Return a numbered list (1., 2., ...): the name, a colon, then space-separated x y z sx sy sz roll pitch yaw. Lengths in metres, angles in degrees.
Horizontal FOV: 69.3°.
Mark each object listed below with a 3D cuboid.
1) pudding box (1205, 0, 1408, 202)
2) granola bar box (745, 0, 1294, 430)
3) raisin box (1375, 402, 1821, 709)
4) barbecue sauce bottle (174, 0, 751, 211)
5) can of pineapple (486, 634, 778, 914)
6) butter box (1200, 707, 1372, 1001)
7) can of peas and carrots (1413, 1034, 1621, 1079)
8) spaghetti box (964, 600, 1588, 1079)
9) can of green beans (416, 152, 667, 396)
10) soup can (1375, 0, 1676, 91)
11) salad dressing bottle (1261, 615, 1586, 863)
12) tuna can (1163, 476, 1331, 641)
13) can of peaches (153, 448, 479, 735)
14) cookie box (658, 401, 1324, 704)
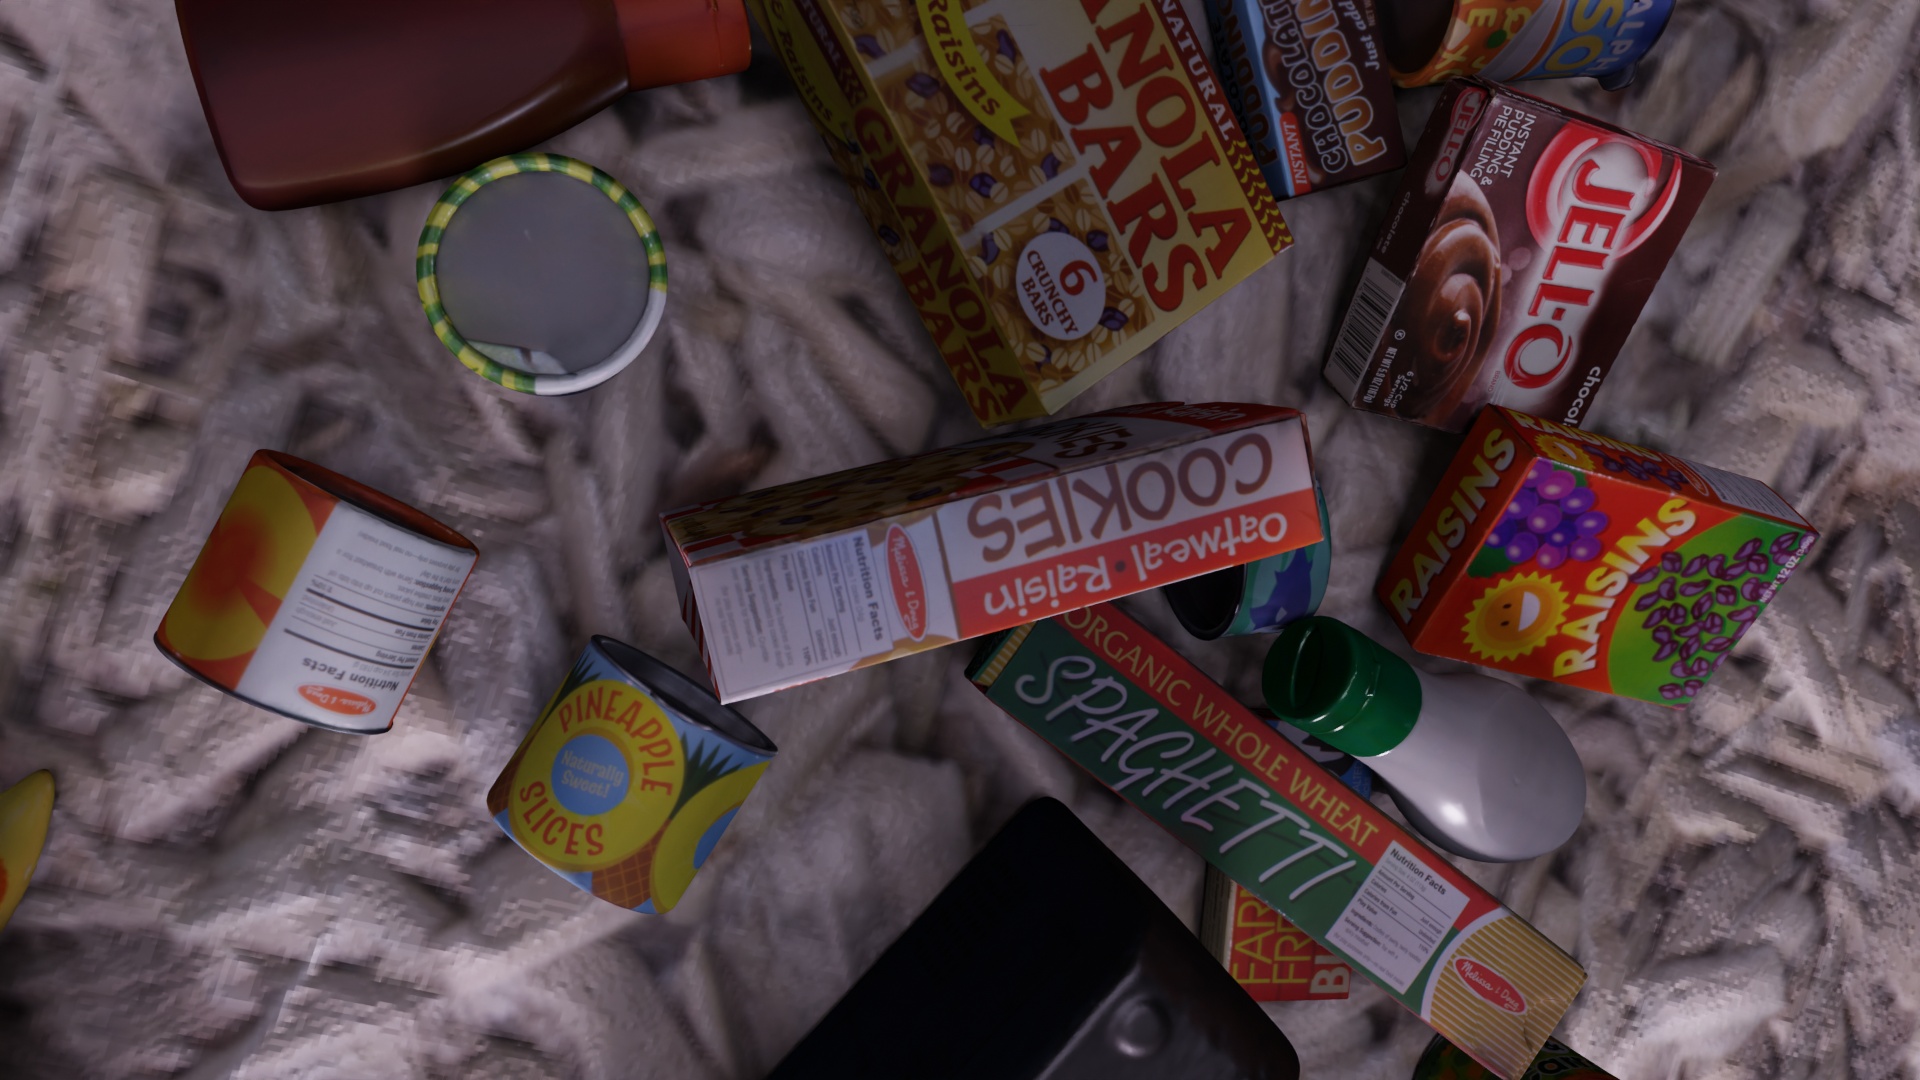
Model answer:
1. pudding box: 0.117 -0.161 0.475 0.050 0.030 0.083 -17 99 -13
2. granola bar box: 0.020 -0.136 0.428 0.125 0.039 0.165 -36 104 -29
3. raisin box: 0.226 0.008 0.499 0.123 0.040 0.085 12 121 -17
4. barbecue sauce bottle: -0.137 -0.140 0.399 0.149 0.043 0.065 -16 94 -14
5. can of pineapple: -0.098 0.069 0.415 0.071 0.071 0.058 34 86 -16
6. butter box: 0.118 0.113 0.503 0.053 0.024 0.103 3 94 -15
7. can of peas and carrots: 0.215 0.217 0.521 0.071 0.059 0.071 -2 96 -16
8. spaghetti box: 0.110 0.097 0.470 0.250 0.028 0.050 38 85 -14
9. can of green beans: -0.120 -0.075 0.402 0.071 0.058 0.071 -1 95 -15
10. soup can: 0.188 -0.188 0.474 0.084 0.071 0.071 -8 97 -14
11. salad dressing bottle: 0.161 0.068 0.477 0.147 0.044 0.064 29 70 -36
12. tuna can: 0.093 -0.003 0.463 0.033 0.071 0.071 -5 96 -17
13. can of peaches: -0.180 0.013 0.390 0.071 0.071 0.058 28 87 -16
14. cookie box: 0.001 -0.005 0.408 0.168 0.123 0.040 -14 100 -14
